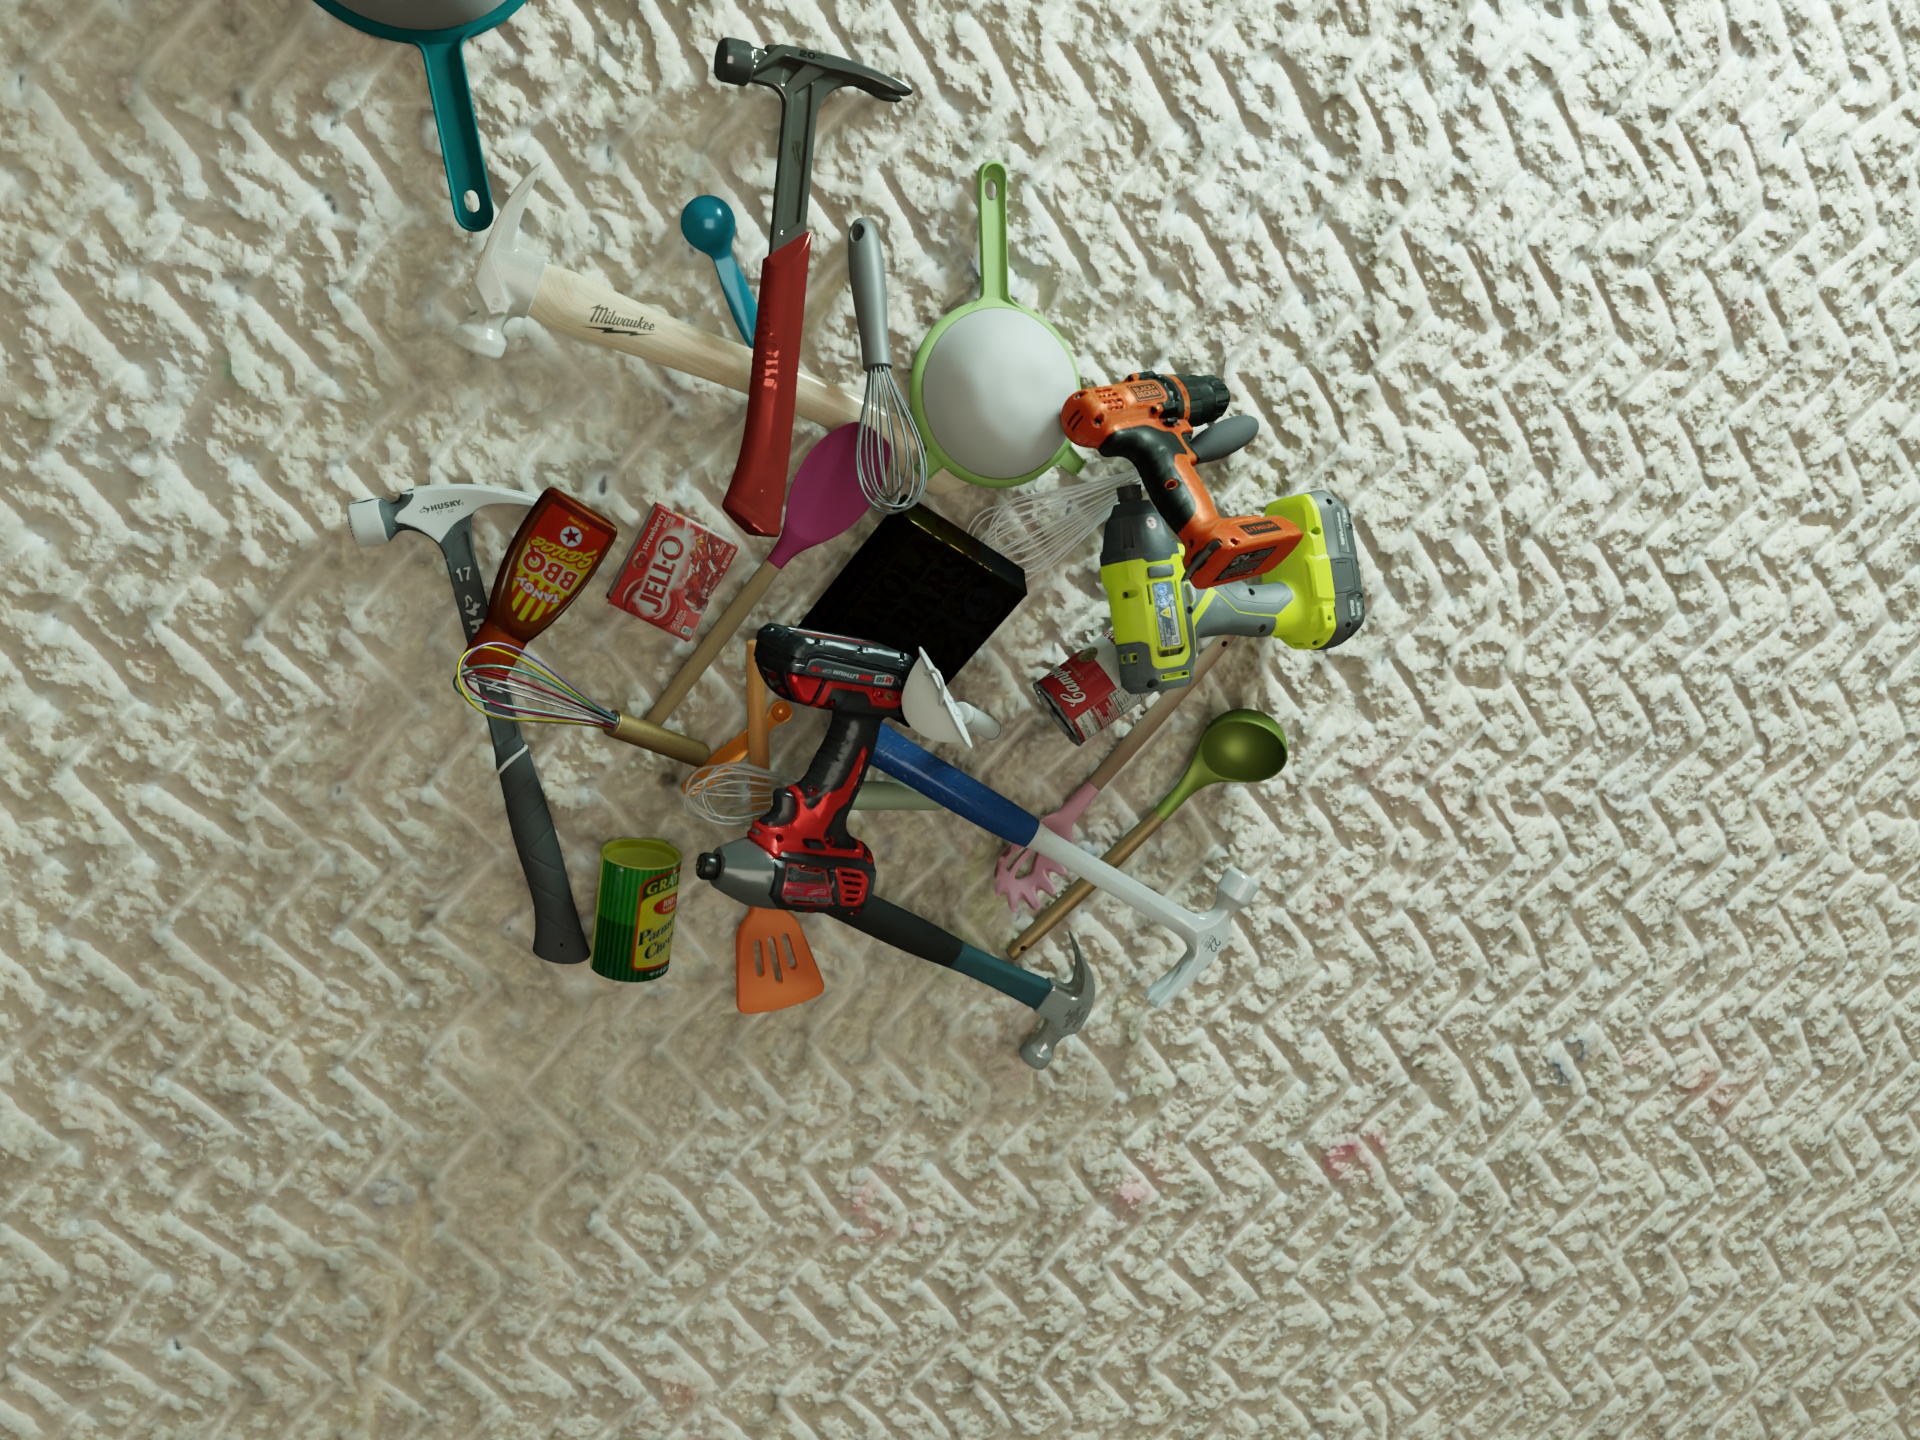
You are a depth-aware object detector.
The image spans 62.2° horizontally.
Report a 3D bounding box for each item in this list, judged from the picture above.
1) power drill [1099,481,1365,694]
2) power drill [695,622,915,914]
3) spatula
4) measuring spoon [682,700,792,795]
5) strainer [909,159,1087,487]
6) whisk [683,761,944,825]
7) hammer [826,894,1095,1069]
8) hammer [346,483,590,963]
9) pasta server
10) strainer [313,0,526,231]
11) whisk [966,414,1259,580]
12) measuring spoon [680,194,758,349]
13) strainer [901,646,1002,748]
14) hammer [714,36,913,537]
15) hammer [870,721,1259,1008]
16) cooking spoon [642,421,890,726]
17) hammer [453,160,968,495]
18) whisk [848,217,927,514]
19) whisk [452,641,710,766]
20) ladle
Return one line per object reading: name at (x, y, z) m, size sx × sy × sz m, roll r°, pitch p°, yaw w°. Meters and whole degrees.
power drill at (0.223, -0.122, 1.336) m, size 0.223 × 0.080 × 0.171 m, roll -10°, pitch 93°, yaw -27°
power drill at (-0.122, 0.042, 1.237) m, size 0.143 × 0.079 × 0.219 m, roll 8°, pitch 98°, yaw -30°
spatula at (-0.163, 0.090, 1.336) m, size 0.081 × 0.041 × 0.322 m, roll -10°, pitch 111°, yaw -26°
measuring spoon at (-0.188, 0.023, 1.334) m, size 0.117 × 0.011 × 0.021 m, roll -40°, pitch 115°, yaw 2°
strainer at (0.039, -0.313, 1.252) m, size 0.151 × 0.069 × 0.256 m, roll -5°, pitch 99°, yaw -22°
whisk at (-0.115, 0.063, 1.323) m, size 0.246 × 0.058 × 0.059 m, roll 2°, pitch 136°, yaw -33°
hammer at (-0.017, 0.201, 1.396) m, size 0.330 × 0.033 × 0.128 m, roll 29°, pitch 106°, yaw -26°
hammer at (-0.357, 0.010, 1.268) m, size 0.149 × 0.036 × 0.408 m, roll -14°, pitch 109°, yaw -13°
pasta server at (0.139, 0.040, 1.415) m, size 0.060 × 0.040 × 0.316 m, roll 42°, pitch 90°, yaw -23°
strainer at (-0.365, -0.511, 1.083) m, size 0.211 × 0.095 × 0.340 m, roll -11°, pitch 107°, yaw -13°
whisk at (0.131, -0.195, 1.339) m, size 0.284 × 0.070 × 0.070 m, roll -27°, pitch 111°, yaw -12°
measuring spoon at (-0.175, -0.341, 1.225) m, size 0.042 × 0.021 × 0.128 m, roll -26°, pitch 111°, yaw -8°
strainer at (-0.002, -0.004, 1.271) m, size 0.050 × 0.258 × 0.087 m, roll -28°, pitch 76°, yaw 10°
hammer at (-0.125, -0.317, 1.196) m, size 0.149 × 0.037 × 0.359 m, roll 4°, pitch 93°, yaw -25°
hammer at (0.067, 0.108, 1.371) m, size 0.405 × 0.035 × 0.144 m, roll 31°, pitch 92°, yaw -18°
cooking spoon at (-0.166, -0.106, 1.279) m, size 0.068 × 0.017 × 0.319 m, roll 33°, pitch 101°, yaw -31°
hammer at (-0.167, -0.280, 1.231) m, size 0.410 × 0.038 × 0.146 m, roll 19°, pitch 107°, yaw -21°
whisk at (-0.062, -0.275, 1.228) m, size 0.055 × 0.055 × 0.239 m, roll -5°, pitch 83°, yaw -14°
whisk at (-0.289, -0.001, 1.234) m, size 0.051 × 0.047 × 0.244 m, roll -42°, pitch 142°, yaw 20°
ladle at (0.164, 0.108, 1.433) m, size 0.320 × 0.062 × 0.078 m, roll -43°, pitch 113°, yaw 2°
